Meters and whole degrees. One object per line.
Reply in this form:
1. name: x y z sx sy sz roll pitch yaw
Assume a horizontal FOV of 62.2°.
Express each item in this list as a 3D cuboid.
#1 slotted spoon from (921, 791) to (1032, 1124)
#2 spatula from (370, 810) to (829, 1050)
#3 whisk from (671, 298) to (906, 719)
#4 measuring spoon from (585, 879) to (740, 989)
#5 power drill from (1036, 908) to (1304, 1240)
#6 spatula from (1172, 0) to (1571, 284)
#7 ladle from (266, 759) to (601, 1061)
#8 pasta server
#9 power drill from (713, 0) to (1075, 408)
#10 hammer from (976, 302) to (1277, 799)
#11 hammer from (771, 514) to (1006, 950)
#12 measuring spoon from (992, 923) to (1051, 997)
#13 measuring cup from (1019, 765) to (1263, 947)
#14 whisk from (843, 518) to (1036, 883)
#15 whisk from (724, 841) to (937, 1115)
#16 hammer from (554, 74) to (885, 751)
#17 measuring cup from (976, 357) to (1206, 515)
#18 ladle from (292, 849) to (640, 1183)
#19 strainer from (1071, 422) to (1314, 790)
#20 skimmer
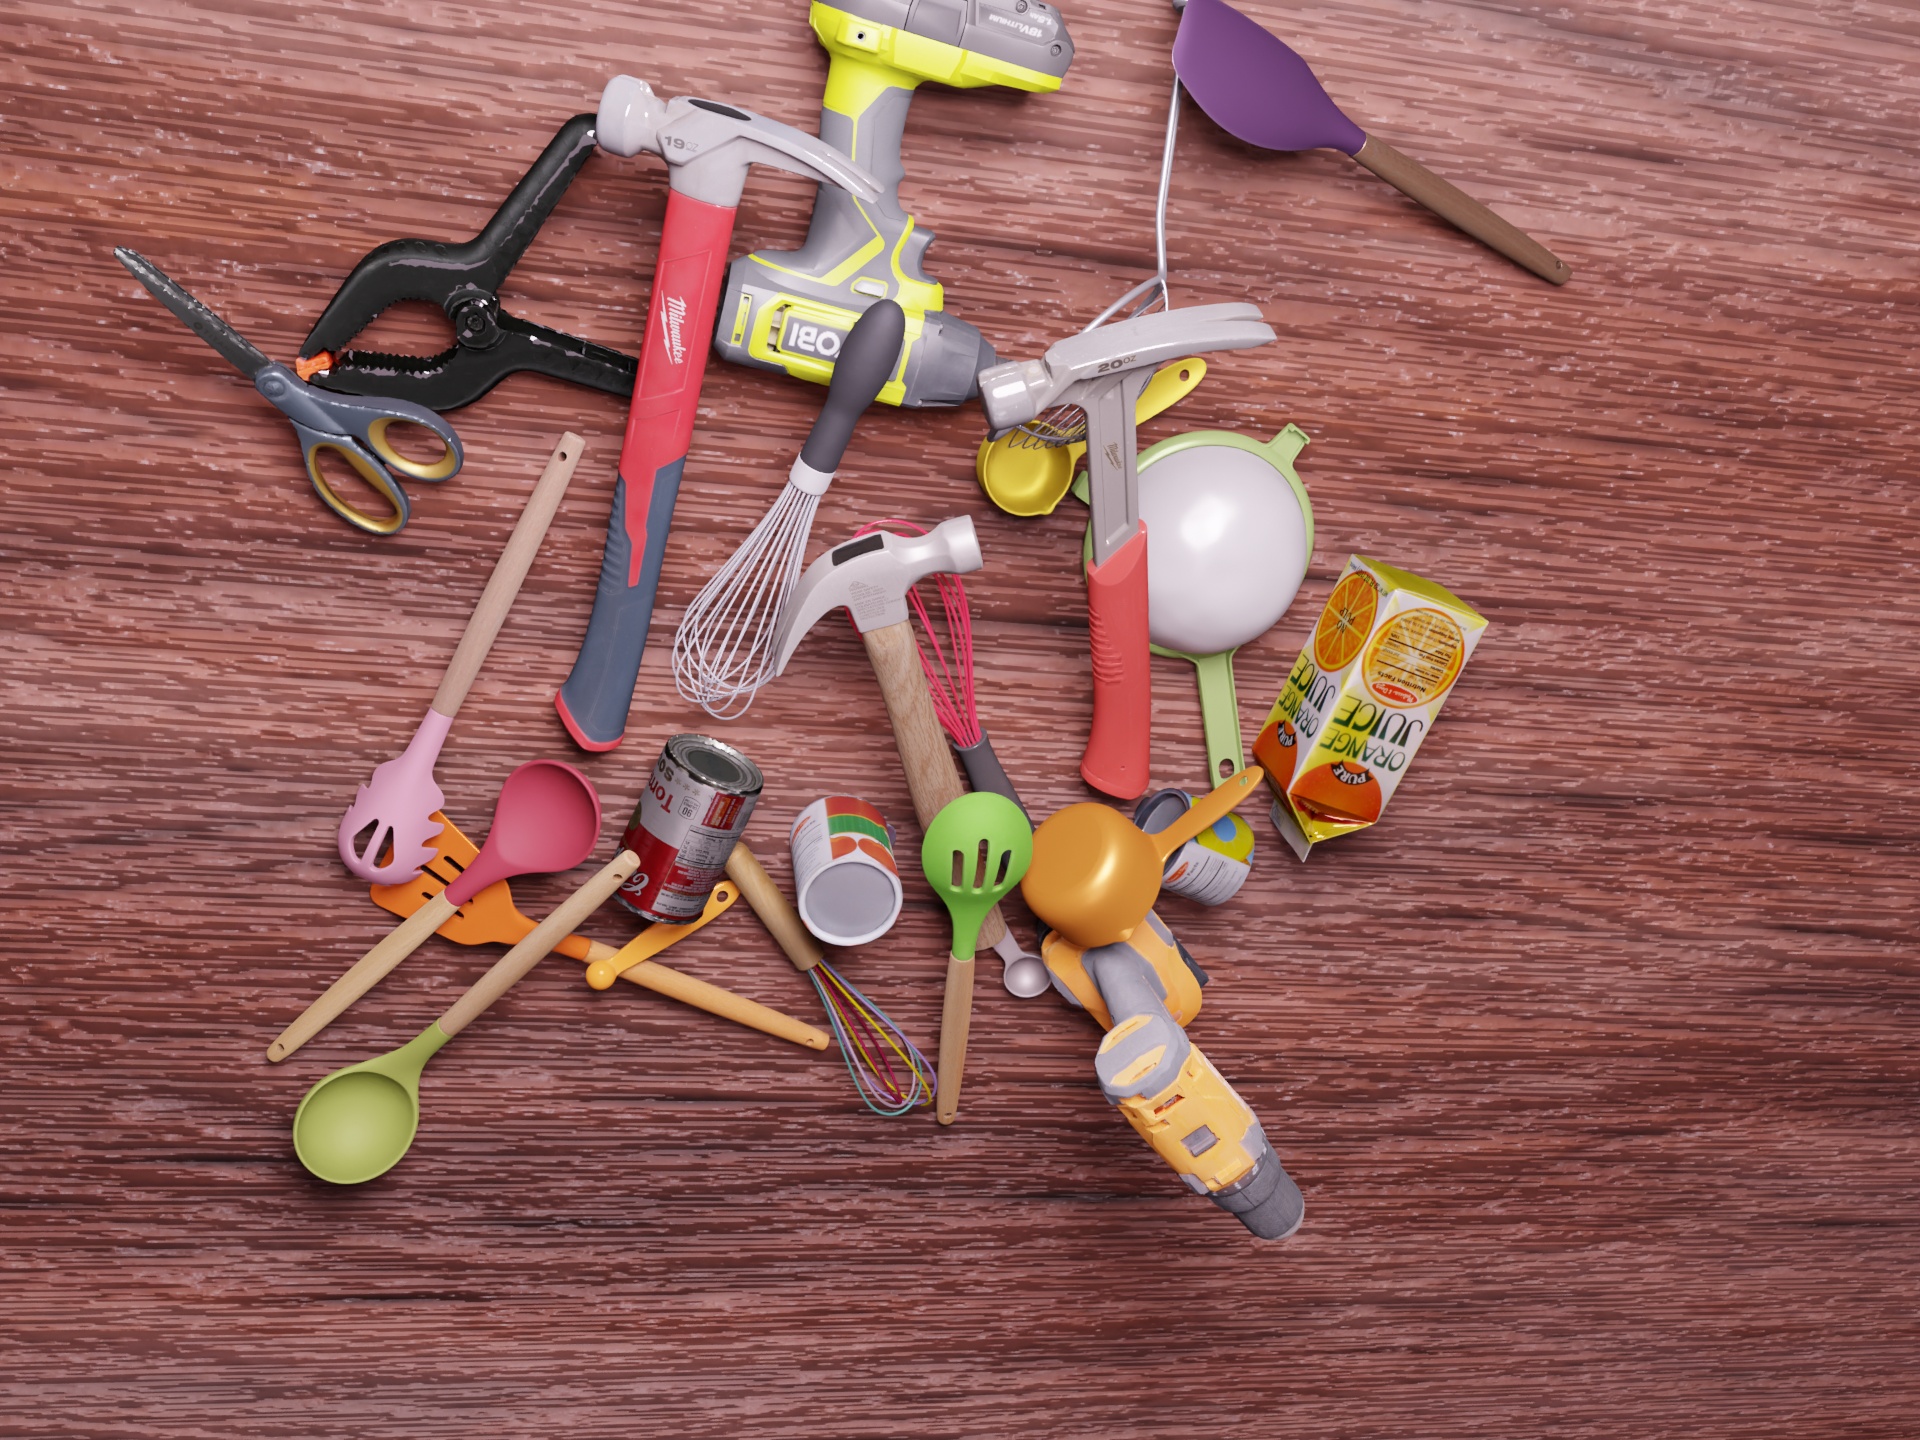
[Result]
1. slotted spoon: 0.002 0.172 1.061 0.070 0.031 0.313 -1 131 -8
2. spatula: -0.227 0.155 1.057 0.322 0.041 0.081 27 108 -25
3. whisk: -0.098 -0.115 0.906 0.070 0.070 0.284 19 123 -18
4. measuring spoon: -0.192 0.140 1.040 0.117 0.011 0.021 -33 110 -16
5. power drill: 0.140 0.220 1.037 0.084 0.226 0.185 -37 116 8
6. spatula: 0.239 -0.309 0.890 0.315 0.018 0.060 16 88 -31
7. ladle: -0.335 0.127 0.999 0.315 0.031 0.069 -39 88 17
8. pasta server: -0.297 -0.031 0.954 0.060 0.040 0.316 28 102 -6
9. power drill: -0.027 -0.285 0.862 0.171 0.080 0.223 11 116 -14
10. hammer: 0.100 -0.076 0.919 0.149 0.037 0.358 -15 140 -4
11. hammer: -0.023 0.027 0.973 0.130 0.031 0.331 -14 130 2
12. measuring spoon: 0.023 0.141 1.102 0.034 0.018 0.124 -31 109 10
13. measuring cup: 0.112 0.071 1.014 0.173 0.095 0.052 -39 130 18
14. whisk: -0.002 -0.003 1.007 0.073 0.073 0.295 -24 123 1
15. whisk: -0.093 0.180 1.083 0.051 0.047 0.244 -36 112 -6
16. hammer: -0.156 -0.139 0.880 0.143 0.038 0.386 18 122 -1
17. measuring cup: 0.079 -0.179 0.961 0.156 0.029 0.062 -31 115 -8
18. ladle: -0.311 0.189 1.010 0.320 0.062 0.078 -41 120 20
19. strainer: 0.165 -0.051 1.004 0.151 0.069 0.256 -13 115 -4
20. skimmer: 0.084 -0.324 0.853 0.090 0.127 0.363 9 99 6
